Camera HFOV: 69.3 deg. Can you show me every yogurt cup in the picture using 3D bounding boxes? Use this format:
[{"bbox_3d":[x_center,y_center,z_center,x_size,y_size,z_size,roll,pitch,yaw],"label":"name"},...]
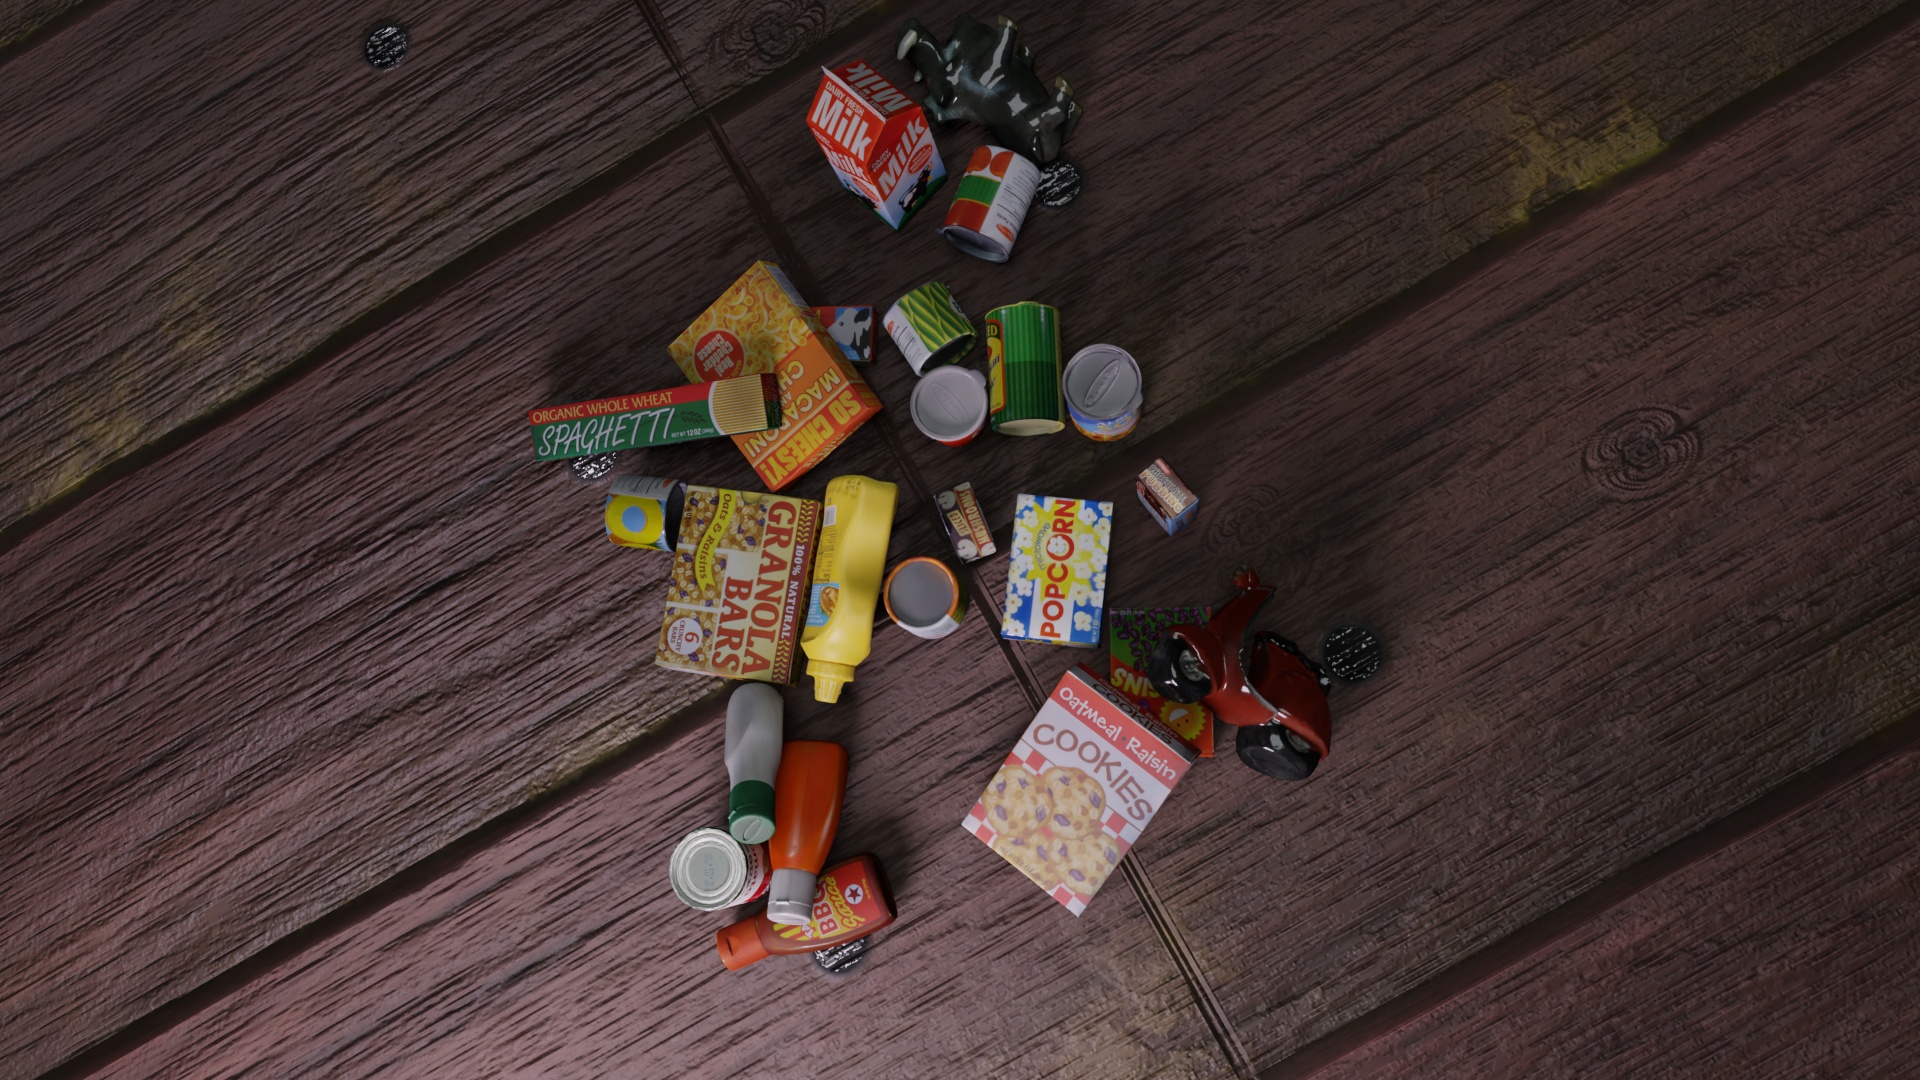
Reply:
[{"bbox_3d":[-0.006,-0.115,1.226,0.072,0.054,0.072,-2,80,9],"label":"yogurt cup"}]

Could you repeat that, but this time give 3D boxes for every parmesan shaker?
[{"bbox_3d":[0.057,-0.149,1.214,0.071,0.071,0.103,-4,79,8],"label":"parmesan shaker"}]

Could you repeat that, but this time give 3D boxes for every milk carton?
[{"bbox_3d":[-0.073,-0.348,1.209,0.072,0.190,0.073,41,89,13],"label":"milk carton"}]

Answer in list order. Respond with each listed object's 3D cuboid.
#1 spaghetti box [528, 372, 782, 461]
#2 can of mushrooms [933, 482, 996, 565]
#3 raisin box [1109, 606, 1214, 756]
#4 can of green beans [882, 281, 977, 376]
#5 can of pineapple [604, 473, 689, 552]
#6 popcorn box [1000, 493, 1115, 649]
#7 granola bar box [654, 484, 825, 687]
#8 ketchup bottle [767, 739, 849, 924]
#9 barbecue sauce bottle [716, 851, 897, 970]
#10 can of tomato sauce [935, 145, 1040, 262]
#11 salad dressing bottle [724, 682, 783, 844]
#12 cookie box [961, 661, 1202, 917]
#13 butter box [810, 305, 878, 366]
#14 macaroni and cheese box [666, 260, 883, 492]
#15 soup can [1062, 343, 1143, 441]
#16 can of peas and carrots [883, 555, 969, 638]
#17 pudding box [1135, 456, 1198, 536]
[{"bbox_3d":[-0.278,-0.109,1.247,0.250,0.029,0.050,-6,93,21],"label":"spaghetti box"},{"bbox_3d":[0.004,-0.015,1.198,0.033,0.071,0.071,-21,77,3],"label":"can of mushrooms"},{"bbox_3d":[0.169,0.119,1.164,0.086,0.040,0.123,-1,80,8],"label":"raisin box"},{"bbox_3d":[-0.026,-0.188,1.236,0.071,0.071,0.058,-34,77,1],"label":"can of green beans"},{"bbox_3d":[-0.278,-0.023,1.245,0.058,0.071,0.071,7,81,10],"label":"can of pineapple"},{"bbox_3d":[0.085,0.026,1.194,0.085,0.038,0.127,6,80,10],"label":"popcorn box"},{"bbox_3d":[-0.193,0.039,1.233,0.124,0.039,0.165,7,81,10],"label":"granola bar box"},{"bbox_3d":[-0.133,0.242,1.162,0.065,0.043,0.149,-3,60,16],"label":"ketchup bottle"},{"bbox_3d":[-0.131,0.318,1.170,0.148,0.043,0.065,-23,73,4],"label":"barbecue sauce bottle"},{"bbox_3d":[0.026,-0.303,1.251,0.071,0.071,0.083,21,83,12],"label":"can of tomato sauce"},{"bbox_3d":[-0.172,0.185,1.158,0.044,0.148,0.064,24,122,-23],"label":"salad dressing bottle"},{"bbox_3d":[0.097,0.202,1.133,0.123,0.040,0.167,37,107,13],"label":"cookie box"},{"bbox_3d":[-0.128,-0.187,1.273,0.103,0.024,0.053,1,81,9],"label":"butter box"},{"bbox_3d":[-0.166,-0.146,1.240,0.123,0.040,0.166,-39,82,18],"label":"macaroni and cheese box"},{"bbox_3d":[0.126,-0.124,1.193,0.071,0.083,0.071,-1,80,9],"label":"soup can"},{"bbox_3d":[-0.030,0.047,1.197,0.071,0.058,0.071,-1,80,8],"label":"can of peas and carrots"},{"bbox_3d":[0.174,-0.036,1.169,0.030,0.083,0.050,-38,77,0],"label":"pudding box"}]
